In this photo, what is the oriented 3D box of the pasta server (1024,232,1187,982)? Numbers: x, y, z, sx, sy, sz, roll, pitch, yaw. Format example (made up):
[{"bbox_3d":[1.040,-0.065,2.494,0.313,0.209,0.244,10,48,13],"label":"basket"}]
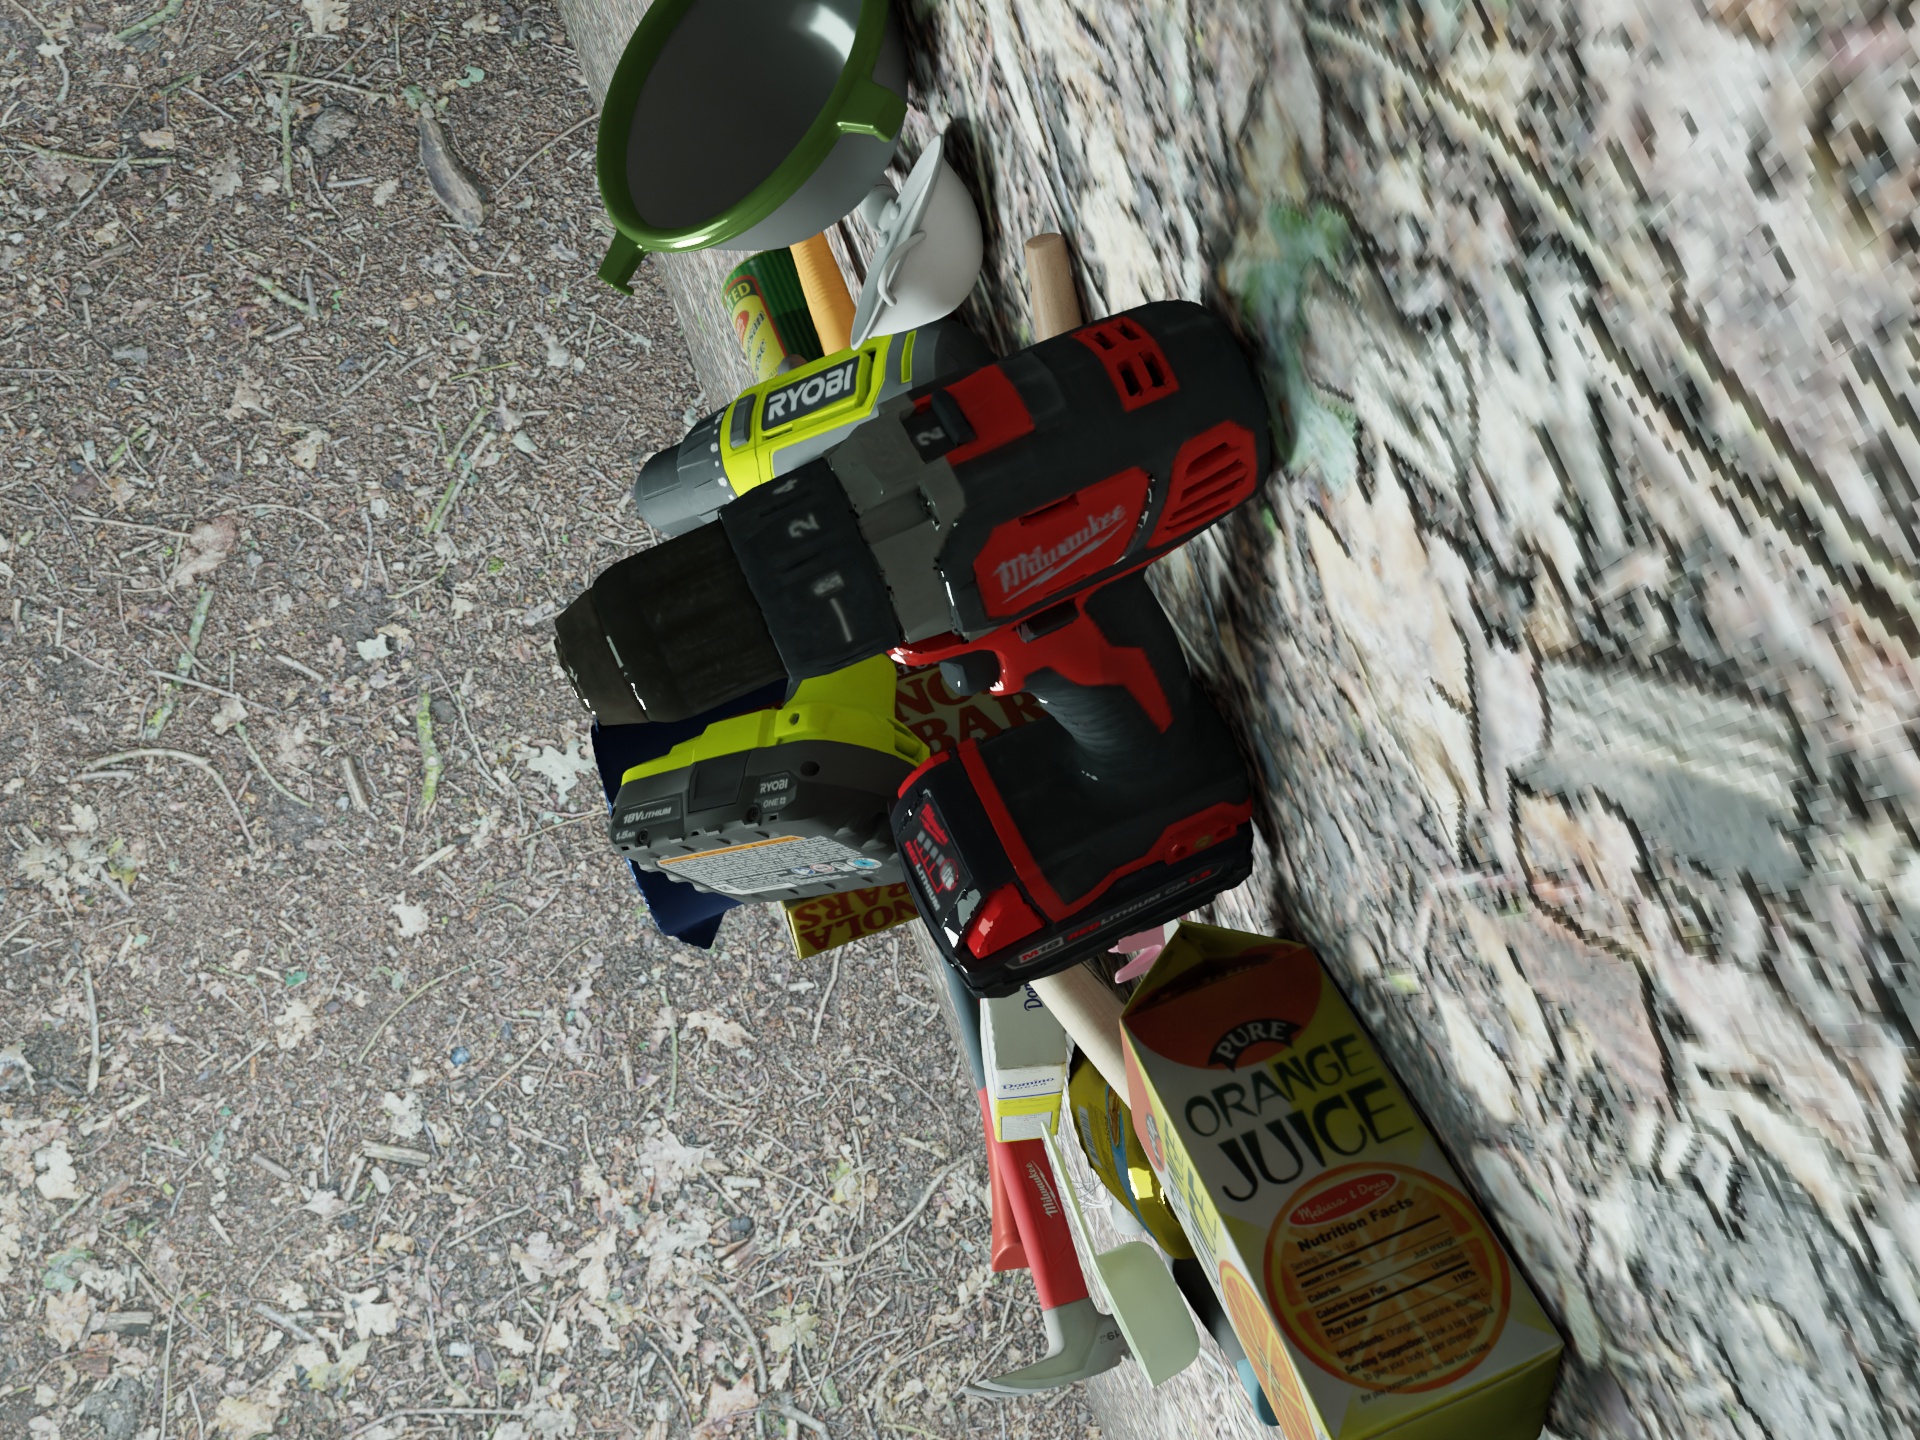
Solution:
[{"bbox_3d":[0.052,-0.026,0.600,0.060,0.040,0.316,-102,-2,-56],"label":"pasta server"}]

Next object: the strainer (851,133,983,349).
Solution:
[{"bbox_3d":[-0.029,-0.214,0.670,0.087,0.050,0.259,-62,23,23],"label":"strainer"}]

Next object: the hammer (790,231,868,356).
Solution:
[{"bbox_3d":[-0.085,-0.263,0.924,0.127,0.034,0.337,109,142,-77],"label":"hammer"}]

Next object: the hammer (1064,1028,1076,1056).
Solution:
[{"bbox_3d":[0.057,0.104,0.932,0.130,0.031,0.331,-120,13,-50],"label":"hammer"}]

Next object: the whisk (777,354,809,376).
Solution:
[{"bbox_3d":[-0.078,-0.110,0.974,0.055,0.055,0.238,-121,16,-56],"label":"whisk"}]

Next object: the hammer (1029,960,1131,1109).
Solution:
[{"bbox_3d":[0.100,0.172,0.669,0.146,0.038,0.411,32,-171,-35],"label":"hammer"}]

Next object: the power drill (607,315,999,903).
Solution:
[{"bbox_3d":[-0.077,-0.046,0.665,0.080,0.190,0.229,30,-124,-46],"label":"power drill"}]

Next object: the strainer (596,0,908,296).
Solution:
[{"bbox_3d":[-0.075,-0.291,0.658,0.069,0.151,0.257,26,-127,-48],"label":"strainer"}]

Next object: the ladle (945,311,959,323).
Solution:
[{"bbox_3d":[-0.042,-0.126,0.824,0.069,0.031,0.315,65,159,15],"label":"ladle"}]

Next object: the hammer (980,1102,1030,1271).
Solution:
[{"bbox_3d":[0.018,0.216,1.173,0.149,0.036,0.359,105,158,-75],"label":"hammer"}]

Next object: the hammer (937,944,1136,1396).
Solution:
[{"bbox_3d":[0.012,0.228,1.029,0.038,0.143,0.387,-40,59,43],"label":"hammer"}]

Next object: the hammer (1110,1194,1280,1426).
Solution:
[{"bbox_3d":[0.133,0.320,0.965,0.331,0.033,0.128,-143,32,-76],"label":"hammer"}]

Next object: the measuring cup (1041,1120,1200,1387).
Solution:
[{"bbox_3d":[0.090,0.292,0.893,0.083,0.038,0.167,-148,35,-78],"label":"measuring cup"}]

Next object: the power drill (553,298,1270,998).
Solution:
[{"bbox_3d":[0.001,-0.004,0.471,0.226,0.188,0.080,73,171,-54],"label":"power drill"}]

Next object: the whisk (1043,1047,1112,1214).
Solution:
[{"bbox_3d":[0.067,0.233,1.130,0.070,0.070,0.284,-128,23,-66],"label":"whisk"}]
